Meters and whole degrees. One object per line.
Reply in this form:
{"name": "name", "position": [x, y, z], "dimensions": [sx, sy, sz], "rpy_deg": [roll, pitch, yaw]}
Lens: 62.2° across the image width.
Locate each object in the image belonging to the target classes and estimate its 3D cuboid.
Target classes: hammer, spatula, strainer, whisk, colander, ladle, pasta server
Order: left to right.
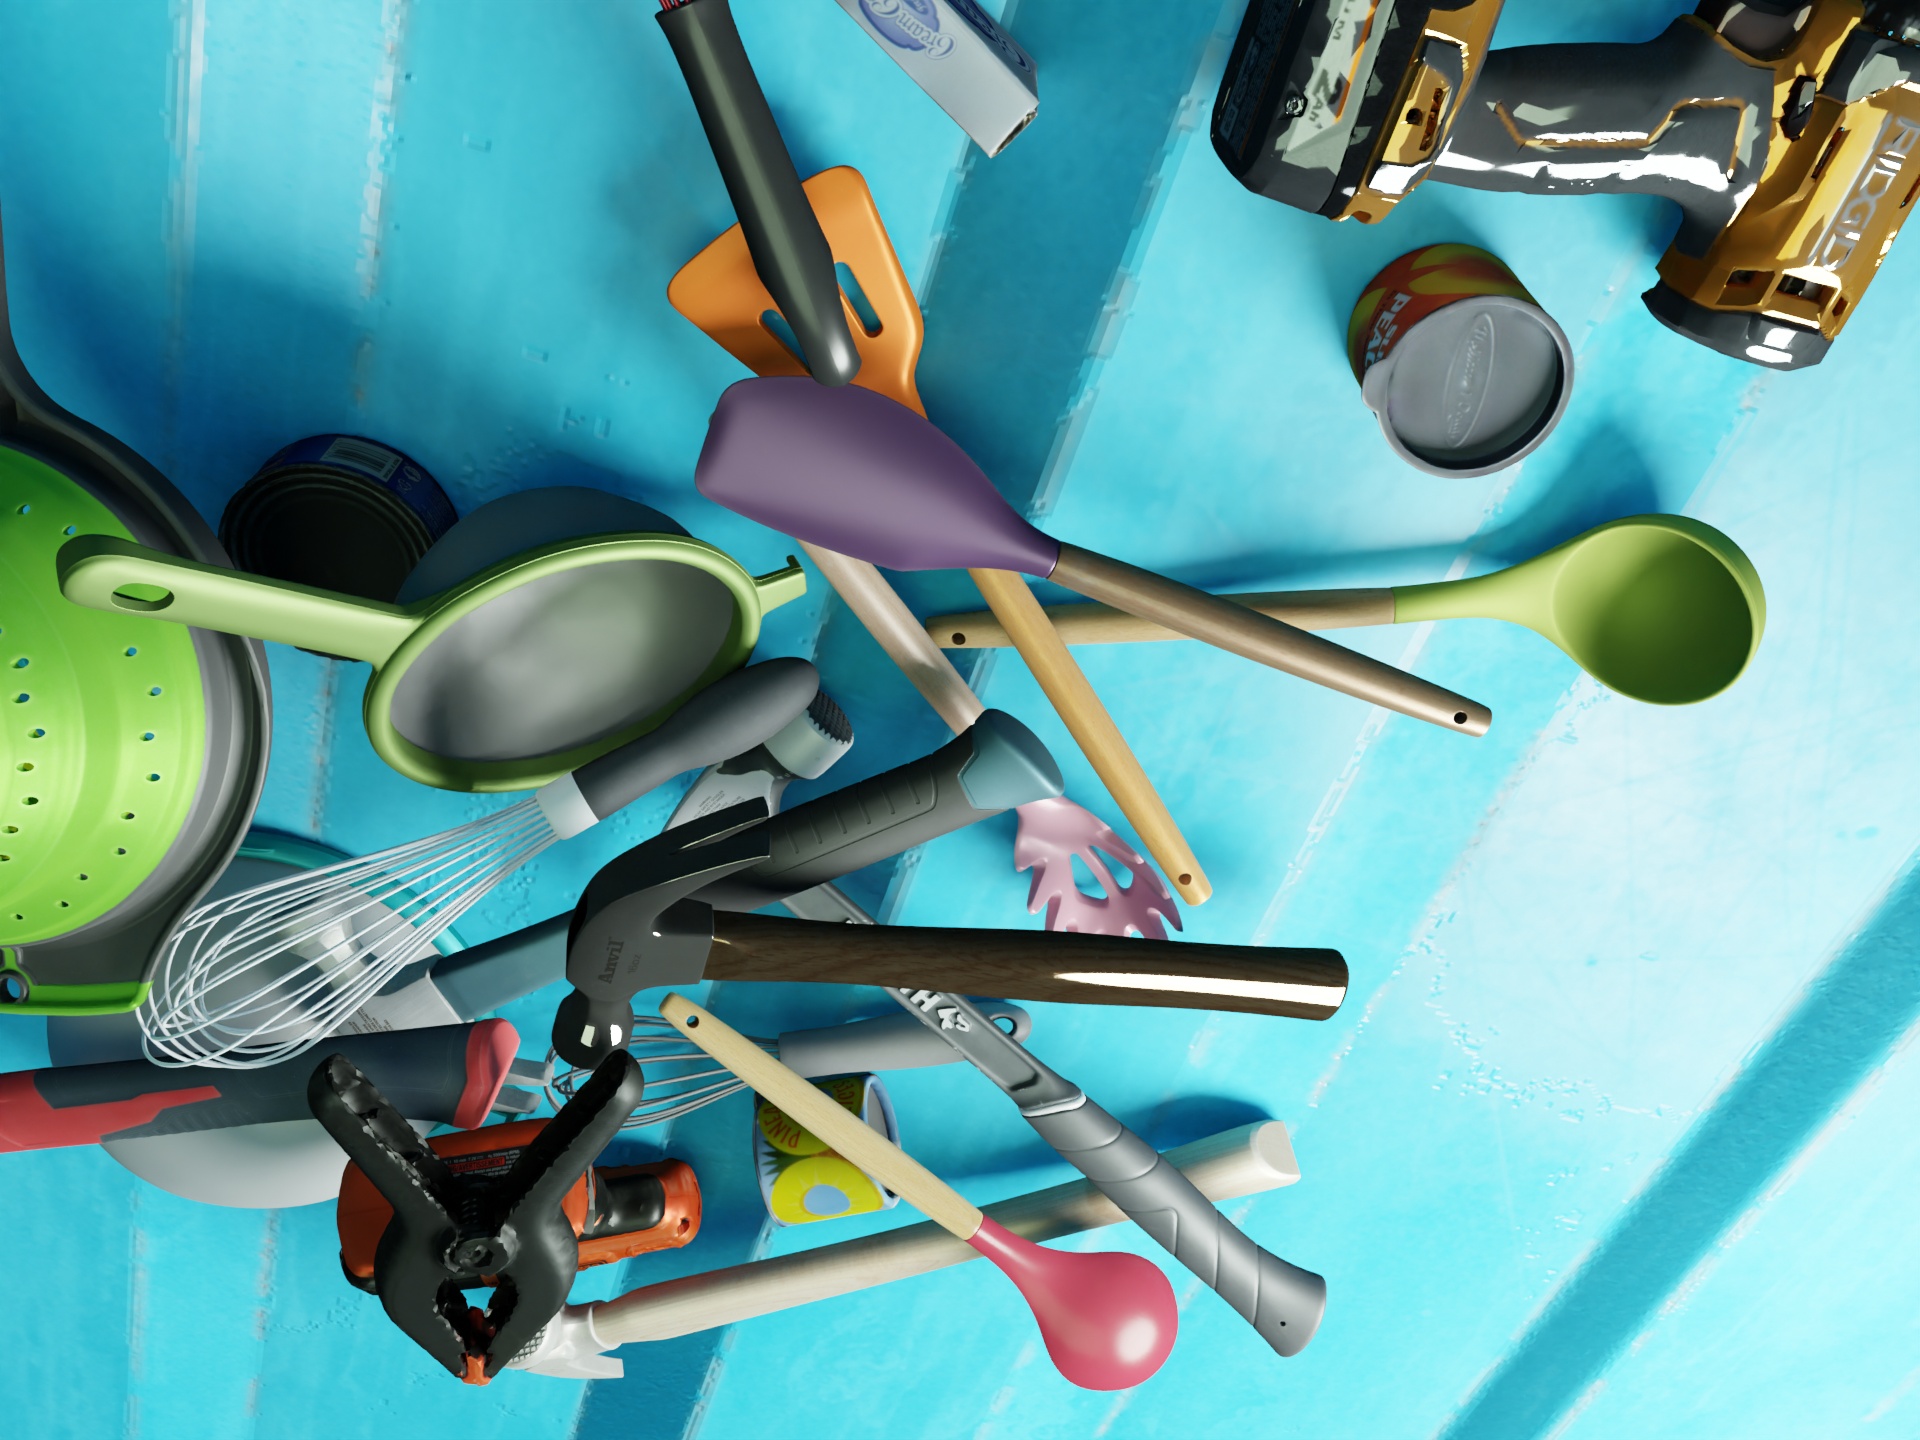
{"name": "colander", "position": [-0.338, -0.084, 0.496], "dimensions": [0.204, 0.094, 0.397], "rpy_deg": [3, 100, 5]}
{"name": "hammer", "position": [-0.373, 0.147, 0.661], "dimensions": [0.386, 0.038, 0.143], "rpy_deg": [-9, 109, 9]}
{"name": "strainer", "position": [-0.346, 0.109, 0.704], "dimensions": [0.211, 0.095, 0.340], "rpy_deg": [-10, 124, 8]}
{"name": "strainer", "position": [-0.188, -0.047, 0.563], "dimensions": [0.151, 0.069, 0.256], "rpy_deg": [-41, 151, 25]}
{"name": "whisk", "position": [-0.180, 0.048, 0.610], "dimensions": [0.284, 0.070, 0.070], "rpy_deg": [-30, 122, -10]}
{"name": "whisk", "position": [-0.089, -0.237, 0.479], "dimensions": [0.073, 0.073, 0.295], "rpy_deg": [-16, 119, 11]}
{"name": "hammer", "position": [-0.116, 0.072, 0.657], "dimensions": [0.331, 0.033, 0.128], "rpy_deg": [-23, 112, 13]}
{"name": "whisk", "position": [-0.084, 0.159, 0.767], "dimensions": [0.239, 0.055, 0.055], "rpy_deg": [-7, 123, 0]}
{"name": "hammer", "position": [-0.027, 0.278, 0.830], "dimensions": [0.410, 0.038, 0.146], "rpy_deg": [-15, 153, 4]}
{"name": "ladle", "position": [-0.013, 0.221, 0.746], "dimensions": [0.315, 0.031, 0.069], "rpy_deg": [39, 79, -13]}
{"name": "pasta server", "position": [-0.001, -0.002, 0.645], "dimensions": [0.060, 0.040, 0.316], "rpy_deg": [-28, 124, 17]}
{"name": "hammer", "position": [0.010, 0.097, 0.647], "dimensions": [0.331, 0.031, 0.130], "rpy_deg": [6, 130, -19]}
{"name": "spatula", "position": [0.013, -0.051, 0.606], "dimensions": [0.081, 0.041, 0.322], "rpy_deg": [-30, 107, 12]}
{"name": "hammer", "position": [0.024, 0.167, 0.730], "dimensions": [0.149, 0.036, 0.408], "rpy_deg": [-42, 105, 18]}
{"name": "spatula", "position": [0.058, -0.053, 0.587], "dimensions": [0.315, 0.018, 0.059], "rpy_deg": [20, 107, -11]}
{"name": "ladle", "position": [0.144, -0.038, 0.624], "dimensions": [0.320, 0.062, 0.078], "rpy_deg": [-3, 122, 6]}

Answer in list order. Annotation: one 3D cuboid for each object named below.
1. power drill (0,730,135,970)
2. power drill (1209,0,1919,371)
{"name": "power drill", "position": [-0.420, -0.003, 0.612], "dimensions": [0.171, 0.080, 0.223], "rpy_deg": [-25, 96, 16]}
{"name": "power drill", "position": [0.213, -0.220, 0.488], "dimensions": [0.226, 0.084, 0.185], "rpy_deg": [11, 123, -12]}
